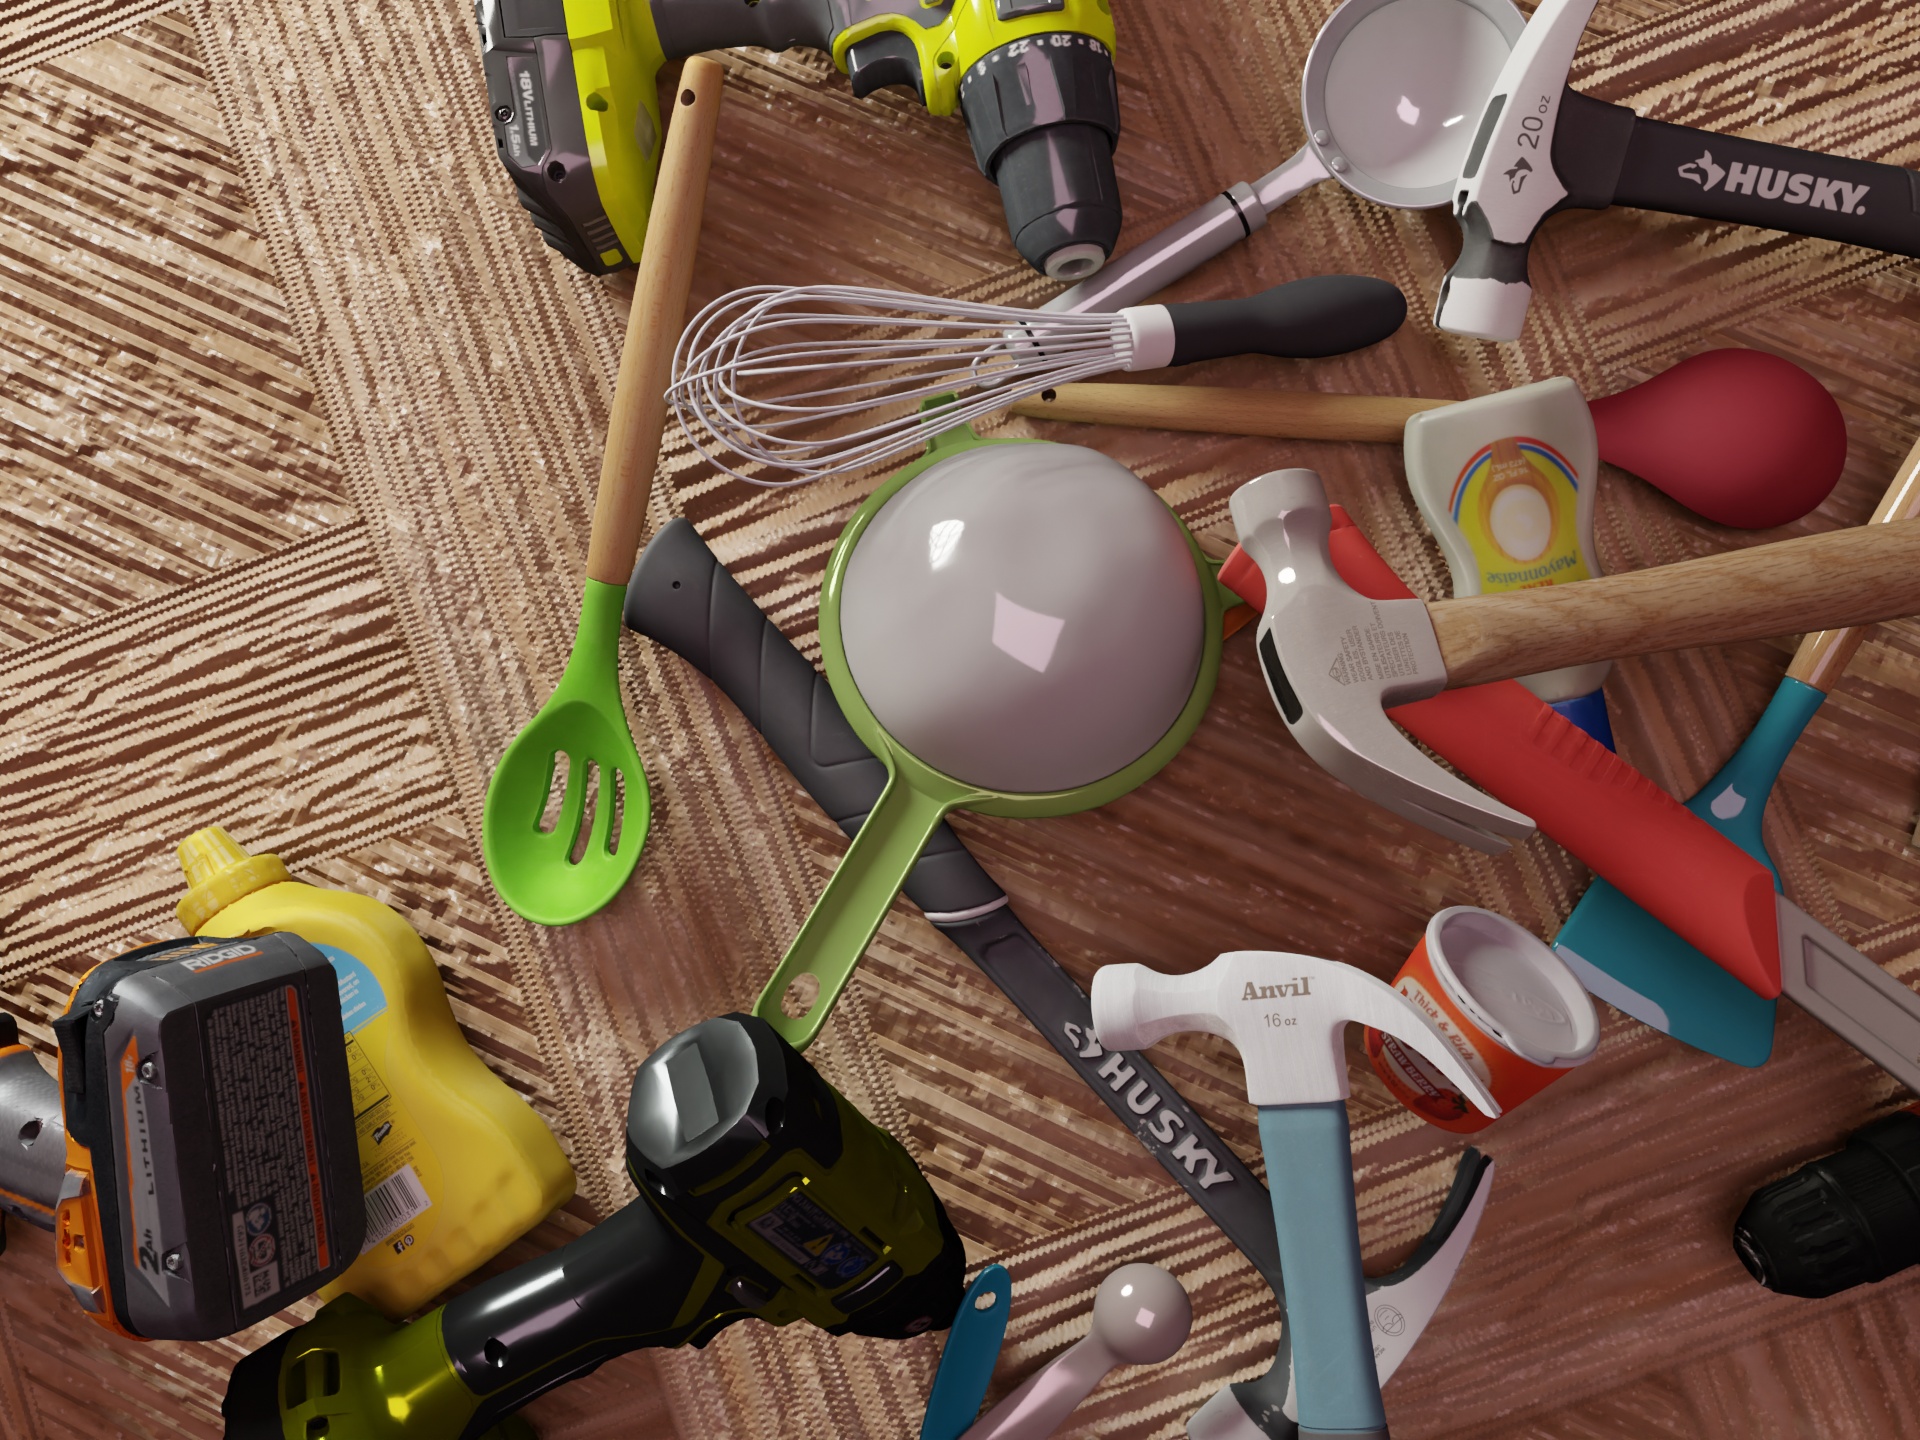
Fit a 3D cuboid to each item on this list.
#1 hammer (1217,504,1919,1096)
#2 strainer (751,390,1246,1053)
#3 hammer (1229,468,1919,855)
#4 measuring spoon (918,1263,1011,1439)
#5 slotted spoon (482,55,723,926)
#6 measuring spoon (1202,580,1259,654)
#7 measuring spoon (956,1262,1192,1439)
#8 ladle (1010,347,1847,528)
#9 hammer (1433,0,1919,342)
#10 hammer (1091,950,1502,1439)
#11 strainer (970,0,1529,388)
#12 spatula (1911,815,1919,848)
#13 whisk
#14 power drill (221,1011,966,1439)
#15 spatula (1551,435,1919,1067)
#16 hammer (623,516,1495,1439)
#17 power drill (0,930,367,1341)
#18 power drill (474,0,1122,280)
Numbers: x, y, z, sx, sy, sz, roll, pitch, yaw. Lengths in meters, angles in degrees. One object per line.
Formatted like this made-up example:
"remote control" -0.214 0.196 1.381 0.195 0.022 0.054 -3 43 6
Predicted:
"hammer" 0.232 0.056 0.531 0.359 0.036 0.149 38 90 8
"strainer" -0.001 -0.002 0.549 0.151 0.069 0.256 29 72 5
"hammer" 0.261 -0.039 0.517 0.331 0.031 0.130 -9 72 -6
"measuring spoon" -0.008 0.249 0.572 0.042 0.021 0.128 14 100 -22
"slotted spoon" -0.121 -0.075 0.574 0.070 0.031 0.313 18 104 17
"measuring spoon" 0.075 -0.024 0.608 0.117 0.011 0.021 -35 73 -3
"measuring spoon" 0.030 0.237 0.550 0.124 0.018 0.034 -44 82 4
"ladle" 0.176 -0.114 0.601 0.315 0.031 0.069 4 83 5
"hammer" 0.349 -0.186 0.570 0.334 0.035 0.146 9 108 -3
"hammer" 0.122 0.239 0.506 0.128 0.033 0.331 -9 79 20
"strainer" 0.114 -0.200 0.604 0.258 0.050 0.087 -31 90 6
"spatula" 0.403 -0.100 0.558 0.059 0.018 0.316 16 99 -7
"whisk" 0.035 -0.133 0.569 0.284 0.070 0.070 -11 85 -17
"power drill" -0.112 0.211 0.538 0.223 0.171 0.080 -33 40 2
"spatula" 0.318 -0.034 0.562 0.082 0.044 0.317 27 99 9
"hammer" 0.020 0.081 0.589 0.149 0.036 0.409 -42 84 -2
"power drill" -0.320 0.122 0.547 0.226 0.084 0.164 -3 94 26
"power drill" -0.054 -0.243 0.596 0.228 0.080 0.191 -10 81 0
